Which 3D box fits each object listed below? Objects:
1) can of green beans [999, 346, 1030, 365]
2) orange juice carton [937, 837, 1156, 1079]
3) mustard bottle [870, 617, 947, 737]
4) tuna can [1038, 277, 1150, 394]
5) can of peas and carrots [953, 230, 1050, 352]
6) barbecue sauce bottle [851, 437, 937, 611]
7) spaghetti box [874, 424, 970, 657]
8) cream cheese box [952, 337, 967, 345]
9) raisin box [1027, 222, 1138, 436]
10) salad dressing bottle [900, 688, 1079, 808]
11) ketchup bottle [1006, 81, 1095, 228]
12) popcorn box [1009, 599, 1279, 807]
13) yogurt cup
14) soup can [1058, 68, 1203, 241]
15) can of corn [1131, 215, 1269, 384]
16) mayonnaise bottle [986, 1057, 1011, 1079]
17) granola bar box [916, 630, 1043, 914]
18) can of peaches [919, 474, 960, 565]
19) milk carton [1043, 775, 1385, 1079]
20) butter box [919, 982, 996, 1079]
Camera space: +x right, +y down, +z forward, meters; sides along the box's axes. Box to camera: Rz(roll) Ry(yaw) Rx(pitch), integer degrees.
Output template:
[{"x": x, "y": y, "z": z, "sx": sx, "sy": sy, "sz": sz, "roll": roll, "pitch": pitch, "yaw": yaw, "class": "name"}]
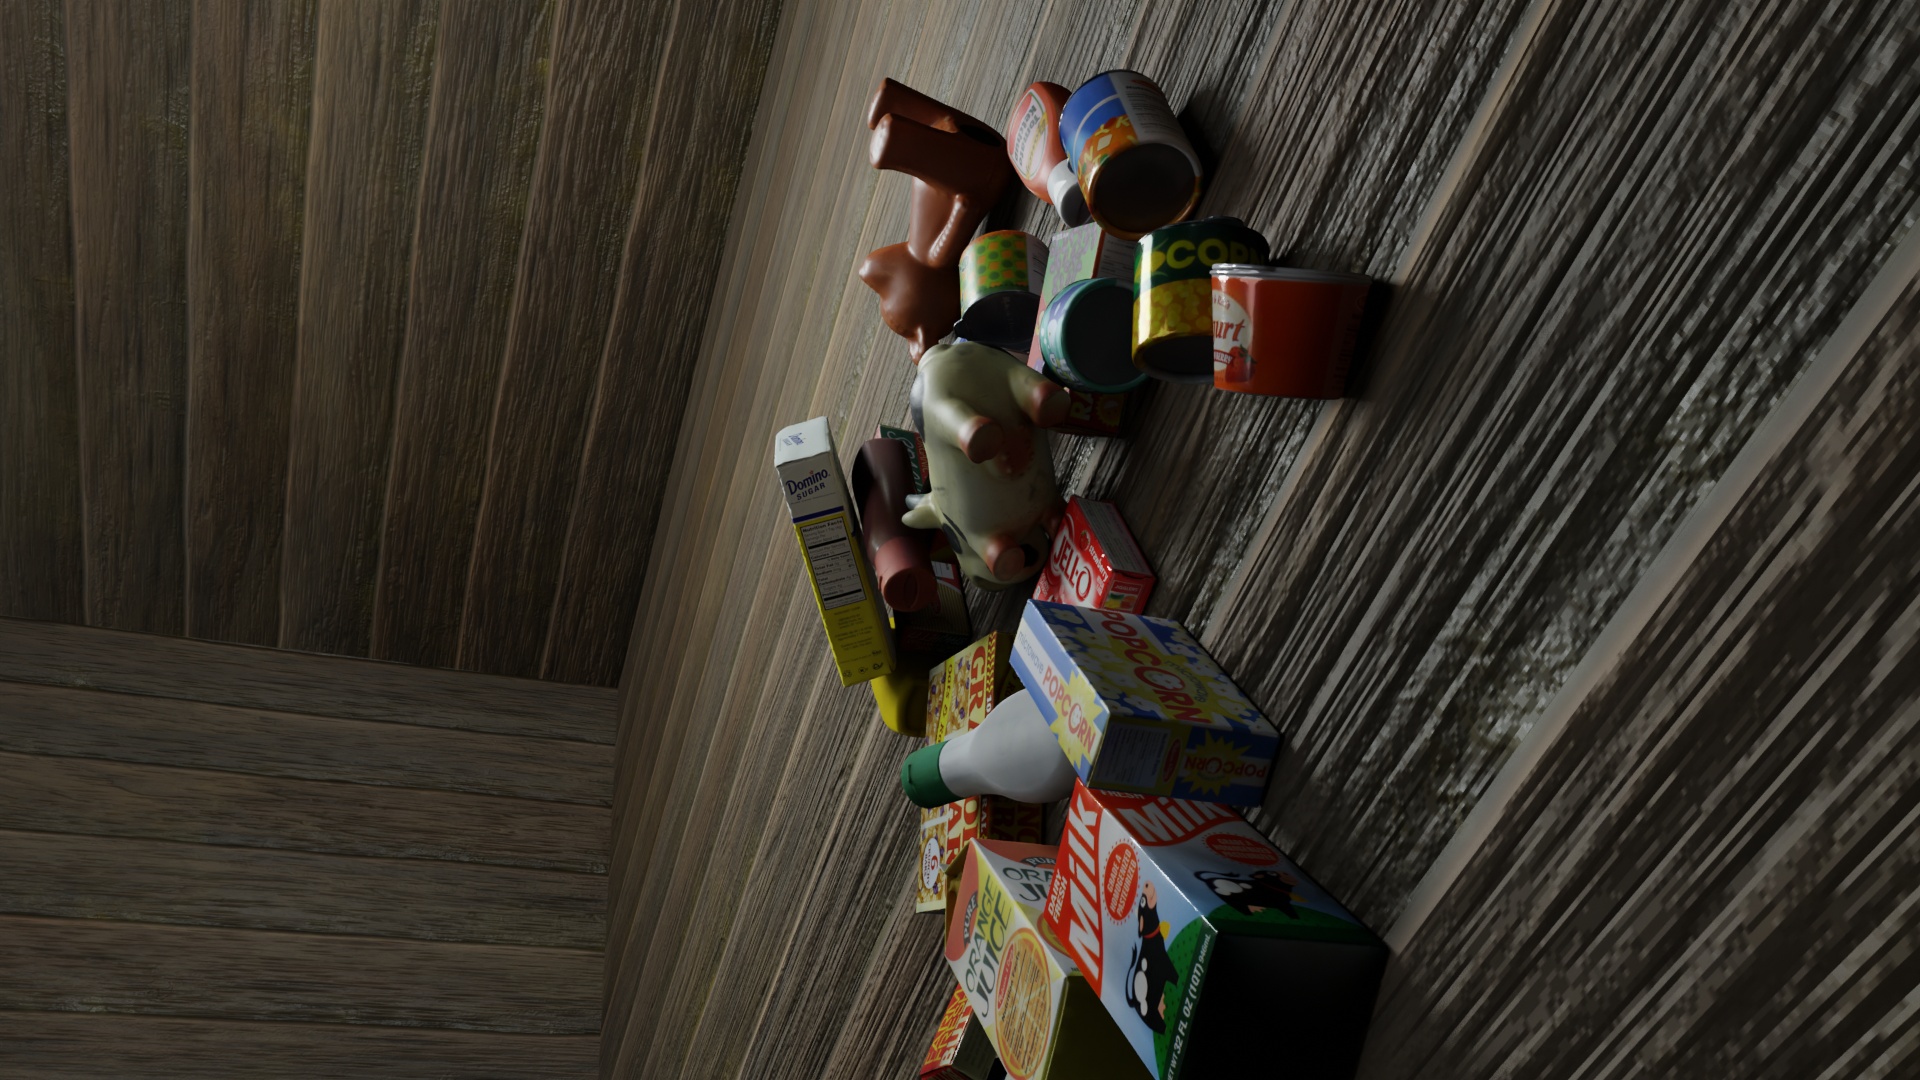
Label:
[{"x": 0.020, "y": -0.099, "z": 0.960, "sx": 0.071, "sy": 0.071, "sz": 0.058, "roll": 171, "pitch": 107, "yaw": -71, "class": "can of green beans"}, {"x": 0.045, "y": 0.211, "z": 0.714, "sx": 0.193, "sy": 0.072, "sz": 0.073, "roll": -143, "pitch": 64, "yaw": -70, "class": "orange juice carton"}, {"x": -0.044, "y": 0.095, "z": 1.084, "sx": 0.161, "sy": 0.049, "sz": 0.065, "roll": -124, "pitch": 45, "yaw": -66, "class": "mustard bottle"}, {"x": 0.079, "y": -0.113, "z": 0.783, "sx": 0.033, "sy": 0.071, "sz": 0.071, "roll": -158, "pitch": 78, "yaw": -71, "class": "tuna can"}, {"x": 0.030, "y": -0.170, "z": 0.959, "sx": 0.070, "sy": 0.071, "sz": 0.059, "roll": 124, "pitch": 151, "yaw": -52, "class": "can of peas and carrots"}, {"x": -0.046, "y": -0.009, "z": 0.957, "sx": 0.149, "sy": 0.044, "sz": 0.064, "roll": -107, "pitch": 20, "yaw": -54, "class": "barbecue sauce bottle"}, {"x": -0.035, "y": -0.006, "z": 1.106, "sx": 0.251, "sy": 0.050, "sz": 0.028, "roll": -102, "pitch": 29, "yaw": -49, "class": "spaghetti box"}, {"x": 0.015, "y": -0.139, "z": 1.065, "sx": 0.103, "sy": 0.024, "sz": 0.053, "roll": 140, "pitch": 135, "yaw": -64, "class": "cream cheese box"}, {"x": 0.076, "y": -0.127, "z": 0.848, "sx": 0.086, "sy": 0.040, "sz": 0.123, "roll": -162, "pitch": 83, "yaw": -71, "class": "raisin box"}, {"x": 0.024, "y": 0.123, "z": 0.794, "sx": 0.147, "sy": 0.044, "sz": 0.064, "roll": -25, "pitch": 59, "yaw": 44, "class": "salad dressing bottle"}, {"x": 0.068, "y": -0.254, "z": 0.930, "sx": 0.149, "sy": 0.043, "sz": 0.064, "roll": -106, "pitch": 31, "yaw": -52, "class": "ketchup bottle"}, {"x": 0.082, "y": 0.073, "z": 0.652, "sx": 0.127, "sy": 0.085, "sz": 0.038, "roll": -123, "pitch": 46, "yaw": -65, "class": "popcorn box"}, {"x": 0.140, "y": -0.090, "z": 0.599, "sx": 0.072, "sy": 0.072, "sz": 0.053, "roll": -147, "pitch": 59, "yaw": -70, "class": "yogurt cup"}, {"x": 0.095, "y": -0.217, "z": 0.791, "sx": 0.084, "sy": 0.071, "sz": 0.071, "roll": -101, "pitch": 27, "yaw": -47, "class": "soup can"}, {"x": 0.117, "y": -0.115, "z": 0.671, "sx": 0.071, "sy": 0.071, "sz": 0.058, "roll": 145, "pitch": 131, "yaw": -66, "class": "can of corn"}, {"x": 0.045, "y": 0.302, "z": 0.716, "sx": 0.148, "sy": 0.041, "sz": 0.065, "roll": 160, "pitch": 115, "yaw": -70, "class": "mayonnaise bottle"}, {"x": 0.014, "y": 0.153, "z": 0.893, "sx": 0.123, "sy": 0.039, "sz": 0.166, "roll": 140, "pitch": 136, "yaw": -62, "class": "granola bar box"}, {"x": 0.003, "y": -0.012, "z": 0.978, "sx": 0.071, "sy": 0.058, "sz": 0.071, "roll": -169, "pitch": 89, "yaw": -72, "class": "can of peaches"}, {"x": 0.092, "y": 0.157, "z": 0.598, "sx": 0.191, "sy": 0.073, "sz": 0.072, "roll": -143, "pitch": 63, "yaw": -70, "class": "milk carton"}, {"x": 0.014, "y": 0.262, "z": 0.794, "sx": 0.104, "sy": 0.024, "sz": 0.053, "roll": -61, "pitch": 6, "yaw": -33, "class": "butter box"}]
